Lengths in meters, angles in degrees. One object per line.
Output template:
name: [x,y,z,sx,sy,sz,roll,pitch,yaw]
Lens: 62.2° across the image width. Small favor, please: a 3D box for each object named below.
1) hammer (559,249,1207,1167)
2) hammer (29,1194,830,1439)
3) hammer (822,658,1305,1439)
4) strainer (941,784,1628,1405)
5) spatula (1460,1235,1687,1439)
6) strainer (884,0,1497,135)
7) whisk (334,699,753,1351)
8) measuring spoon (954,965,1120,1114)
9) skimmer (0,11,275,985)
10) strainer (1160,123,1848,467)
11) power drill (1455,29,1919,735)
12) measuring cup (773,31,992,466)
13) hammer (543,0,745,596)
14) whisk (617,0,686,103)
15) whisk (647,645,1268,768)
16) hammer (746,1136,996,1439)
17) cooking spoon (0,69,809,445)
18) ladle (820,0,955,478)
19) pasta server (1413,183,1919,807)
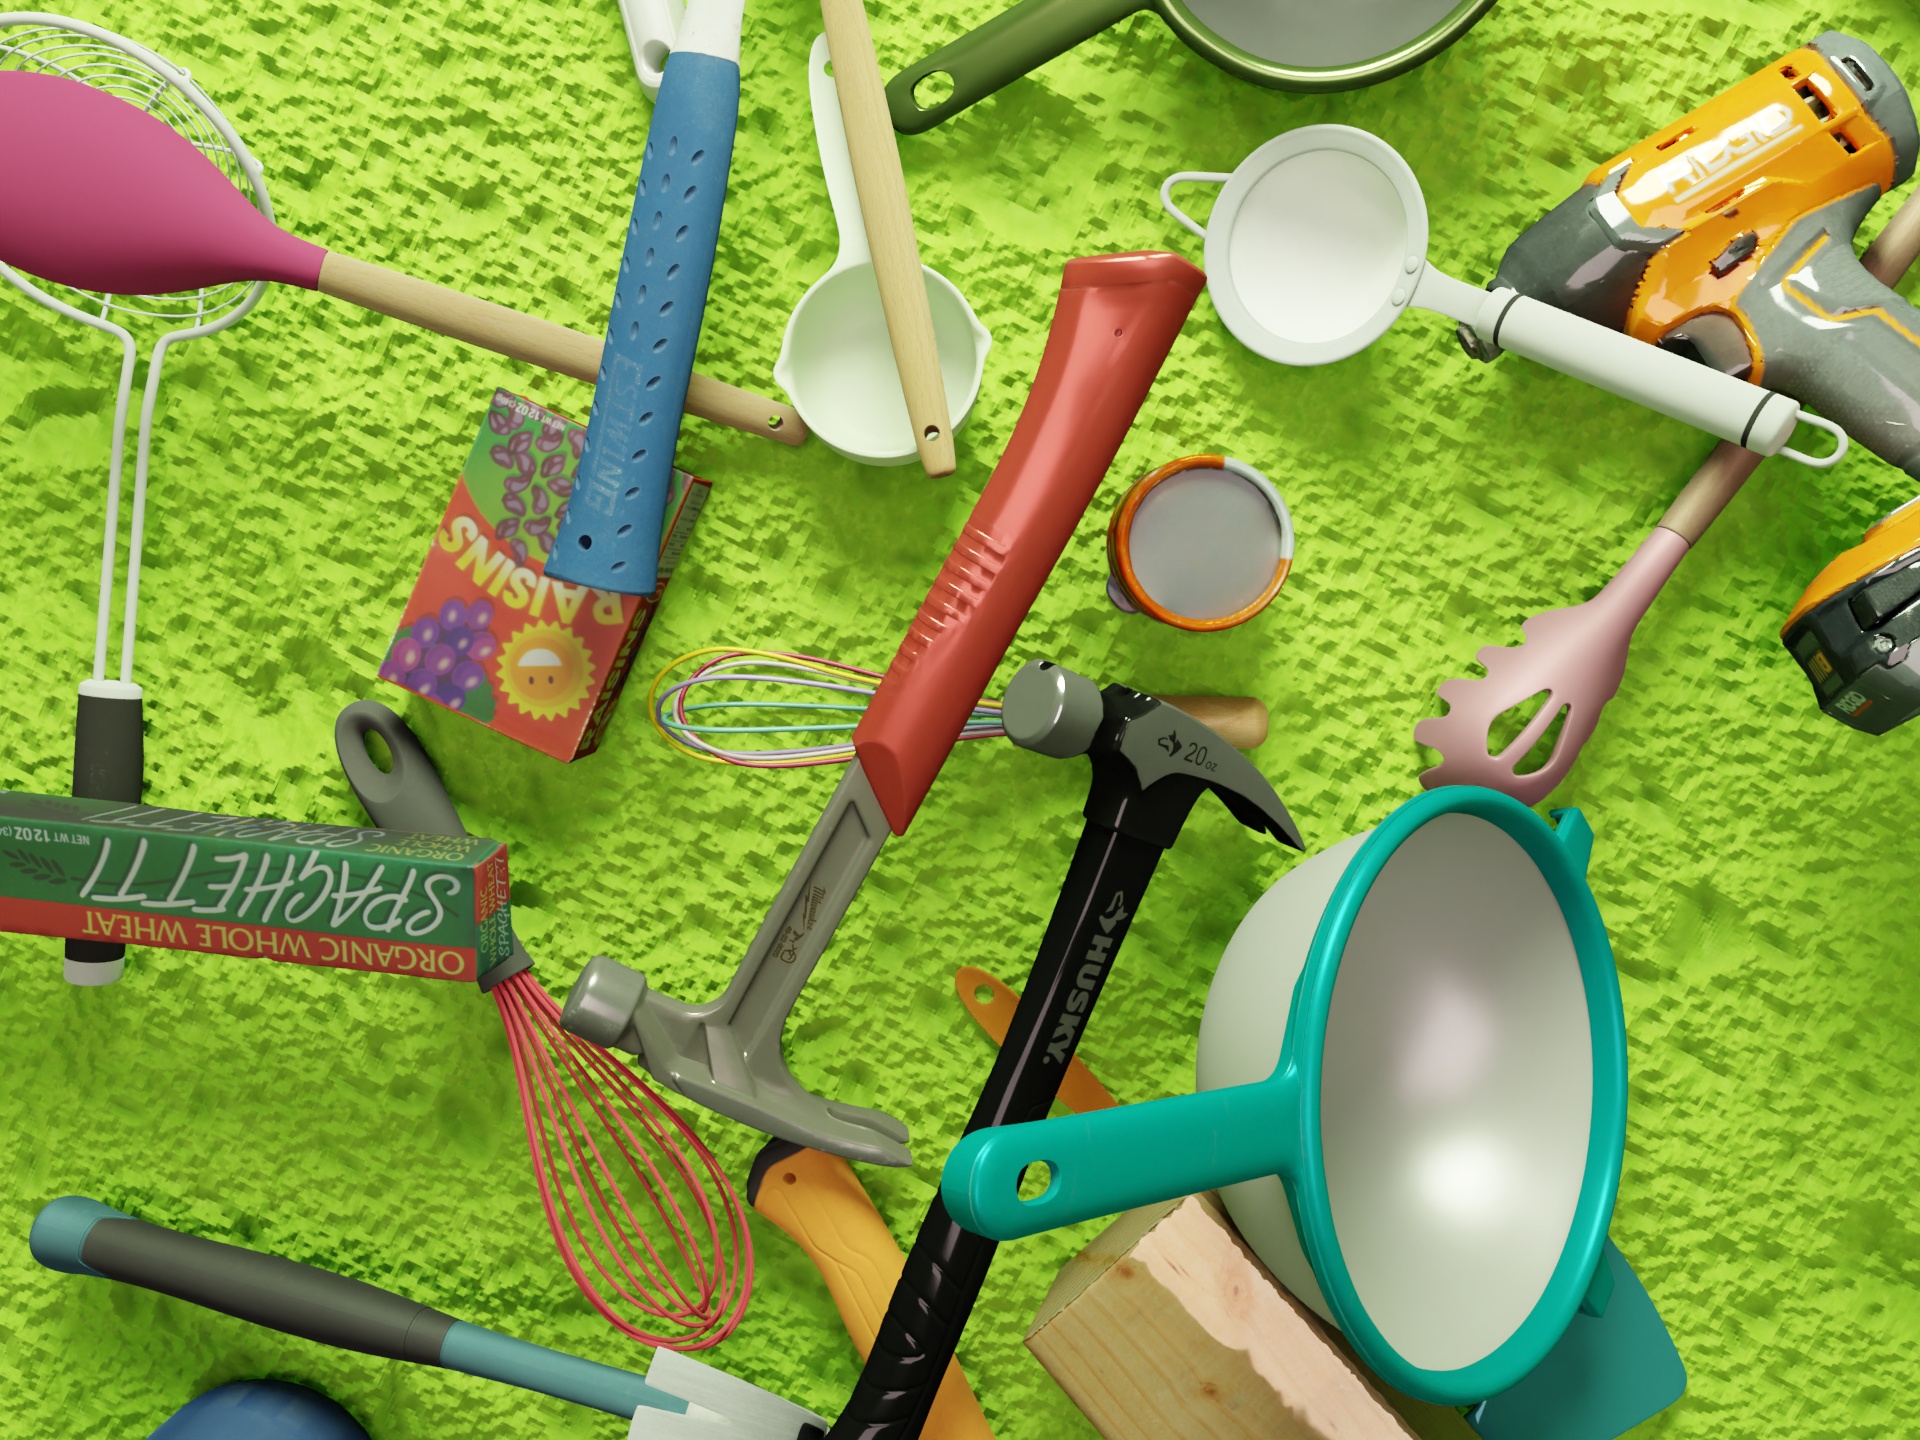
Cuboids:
hammer: [-0.005,-0.003,0.586,0.149,0.037,0.359,26,103,-13]
hammer: [-0.215,0.247,0.638,0.331,0.128,0.033,12,63,8]
hammer: [0.021,0.151,0.595,0.146,0.035,0.335,20,94,-38]
strainer: [0.106,0.129,0.544,0.340,0.095,0.211,2,85,-40]
spatula: [0.149,0.321,0.664,0.317,0.044,0.082,-30,94,9]
strainer: [0.088,-0.288,0.591,0.256,0.069,0.151,-22,106,21]
whisk: [-0.171,0.120,0.639,0.073,0.073,0.296,-31,87,5]
measuring spoon: [0.041,0.143,0.657,0.117,0.011,0.021,44,98,1]
skimmer: [-0.335,-0.069,0.606,0.127,0.090,0.363,7,96,-3]
strainer: [0.184,-0.144,0.564,0.259,0.050,0.086,34,116,30]
power drill: [0.294,-0.112,0.560,0.164,0.084,0.227,-29,72,9]
measuring cup: [-0.036,-0.179,0.615,0.083,0.038,0.167,-10,85,1]
hammer: [-0.083,-0.245,0.564,0.144,0.035,0.405,13,95,11]
whisk: [-0.138,-0.355,0.593,0.058,0.059,0.246,-11,100,15]
whisk: [-0.001,-0.004,0.626,0.245,0.051,0.047,1,90,-1]
hammer: [0.015,0.312,0.646,0.127,0.034,0.337,-29,89,12]
cooking spoon: [-0.207,-0.156,0.582,0.318,0.017,0.068,16,103,-18]
ladle: [-0.041,-0.243,0.587,0.069,0.031,0.315,-12,88,4]
pasta server: [0.289,-0.092,0.616,0.060,0.040,0.316,37,92,-2]
